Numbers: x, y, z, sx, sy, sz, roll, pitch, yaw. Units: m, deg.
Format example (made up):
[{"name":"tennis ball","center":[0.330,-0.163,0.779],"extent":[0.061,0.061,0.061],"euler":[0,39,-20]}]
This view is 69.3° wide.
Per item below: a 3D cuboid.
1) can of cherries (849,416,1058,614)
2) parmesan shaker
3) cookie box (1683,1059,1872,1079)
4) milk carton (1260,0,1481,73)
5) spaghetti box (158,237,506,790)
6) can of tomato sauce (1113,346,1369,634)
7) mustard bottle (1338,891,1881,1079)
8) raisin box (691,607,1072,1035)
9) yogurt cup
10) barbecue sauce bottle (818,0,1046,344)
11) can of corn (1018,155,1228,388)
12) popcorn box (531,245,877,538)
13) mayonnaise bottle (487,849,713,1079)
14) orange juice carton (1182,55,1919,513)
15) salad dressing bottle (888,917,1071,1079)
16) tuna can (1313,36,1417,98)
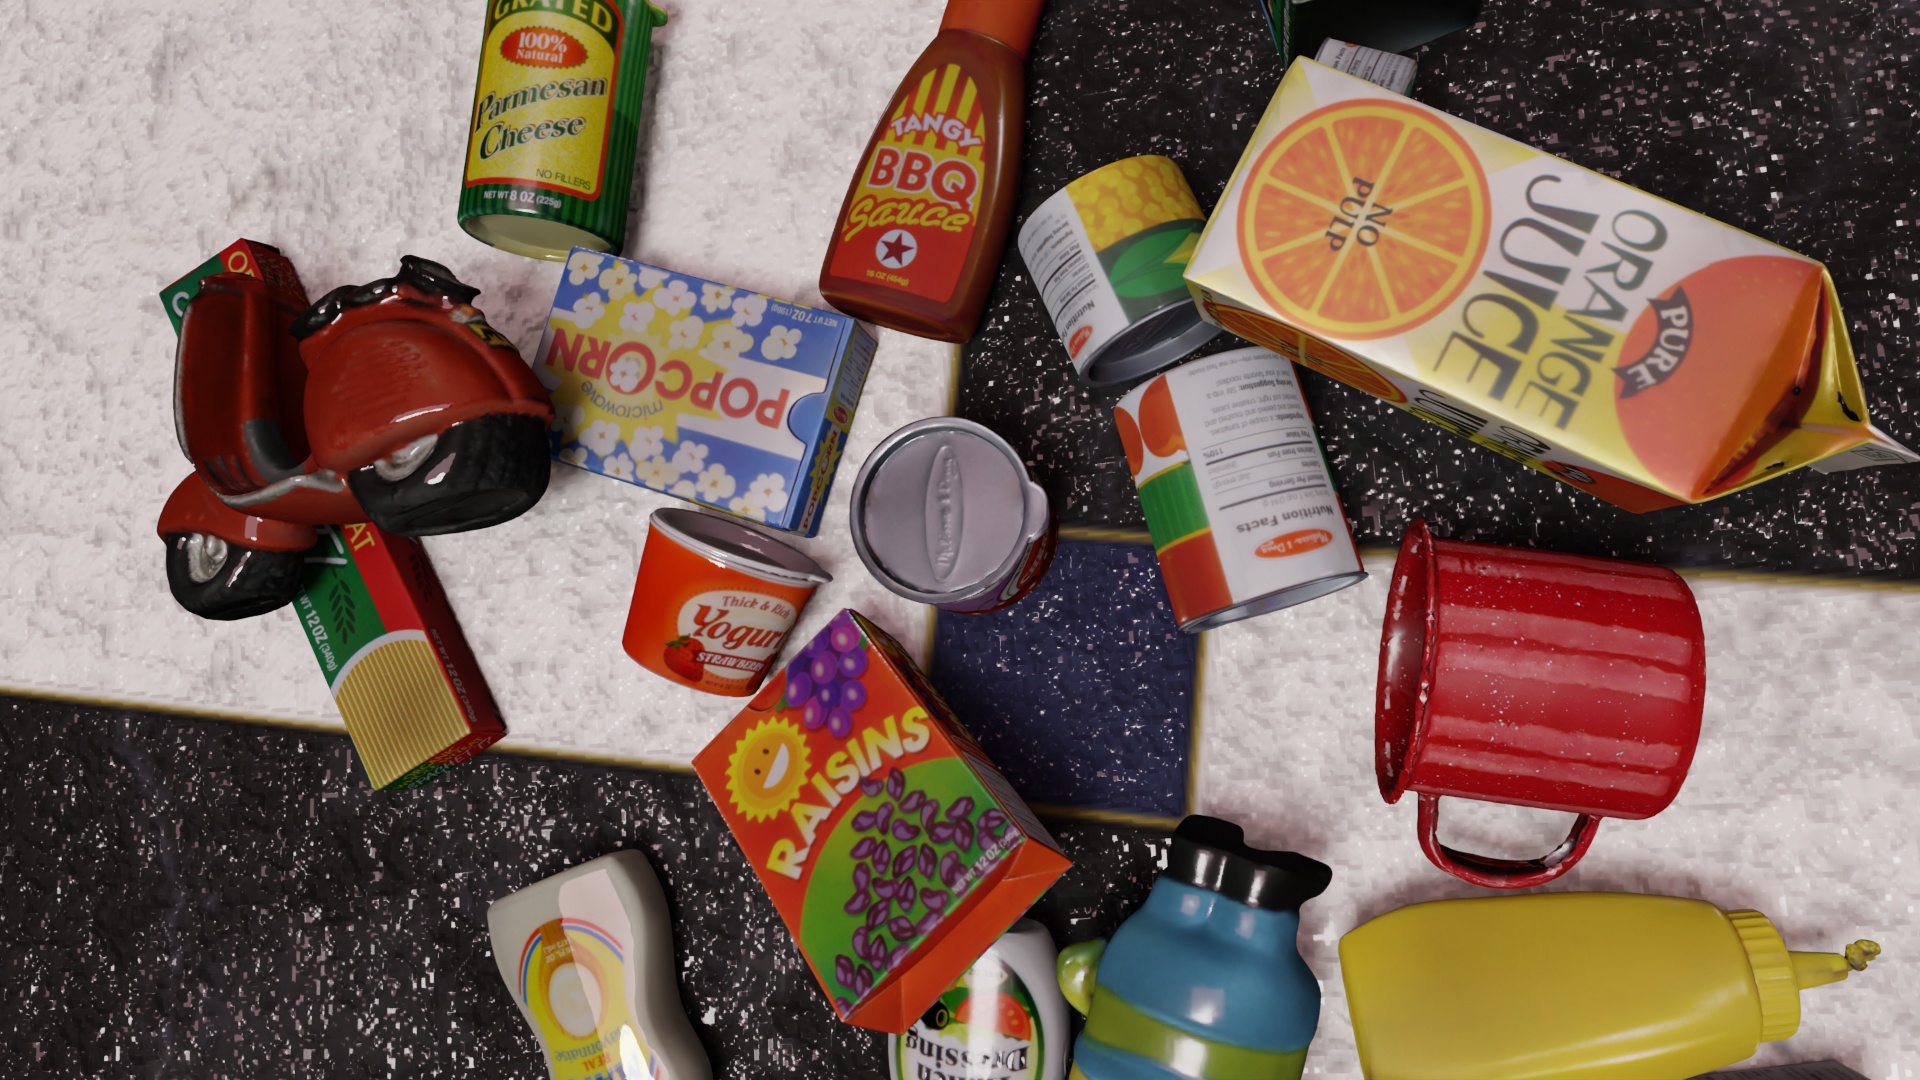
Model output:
[{"name":"can of cherries","center":[0.002,-0.006,0.507],"extent":[0.071,0.058,0.071],"euler":[-2,81,13]},{"name":"parmesan shaker","center":[-0.161,-0.171,0.564],"extent":[0.071,0.071,0.103],"euler":[4,84,14]},{"name":"cookie box","center":[0.209,0.240,0.435],"extent":[0.167,0.040,0.123],"euler":[-12,80,10]},{"name":"milk carton","center":[0.126,-0.275,0.508],"extent":[0.073,0.072,0.191],"euler":[-18,80,10]},{"name":"spaghetti box","center":[-0.268,-0.015,0.587],"extent":[0.050,0.028,0.250],"euler":[-31,77,7]},{"name":"can of tomato sauce","center":[0.095,-0.016,0.484],"extent":[0.071,0.071,0.083],"euler":[-18,79,10]},{"name":"mustard bottle","center":[0.205,0.143,0.439],"extent":[0.160,0.048,0.065],"euler":[-9,48,10]},{"name":"raisin box","center":[-0.032,0.095,0.487],"extent":[0.086,0.040,0.124],"euler":[-46,50,5]},{"name":"yogurt cup","center":[-0.093,0.024,0.523],"extent":[0.072,0.072,0.054],"euler":[24,97,15]},{"name":"barbecue sauce bottle","center":[-0.004,-0.154,0.536],"extent":[0.065,0.043,0.148],"euler":[17,86,16]},{"name":"can of corn","center":[0.063,-0.097,0.503],"extent":[0.071,0.071,0.058],"euler":[-26,77,9]},{"name":"popcorn box","center":[-0.106,-0.059,0.550],"extent":[0.127,0.038,0.085],"euler":[16,85,15]},{"name":"mayonnaise bottle","center":[-0.125,0.195,0.518],"extent":[0.065,0.041,0.148],"euler":[-24,77,7]},{"name":"orange juice carton","center":[0.170,-0.064,0.407],"extent":[0.193,0.072,0.073],"euler":[28,95,14]},{"name":"salad dressing bottle","center":[0.004,0.208,0.485],"extent":[0.064,0.044,0.147],"euler":[2,83,15]},{"name":"tuna can","center":[0.134,-0.138,0.492],"extent":[0.033,0.071,0.071],"euler":[20,88,14]}]
